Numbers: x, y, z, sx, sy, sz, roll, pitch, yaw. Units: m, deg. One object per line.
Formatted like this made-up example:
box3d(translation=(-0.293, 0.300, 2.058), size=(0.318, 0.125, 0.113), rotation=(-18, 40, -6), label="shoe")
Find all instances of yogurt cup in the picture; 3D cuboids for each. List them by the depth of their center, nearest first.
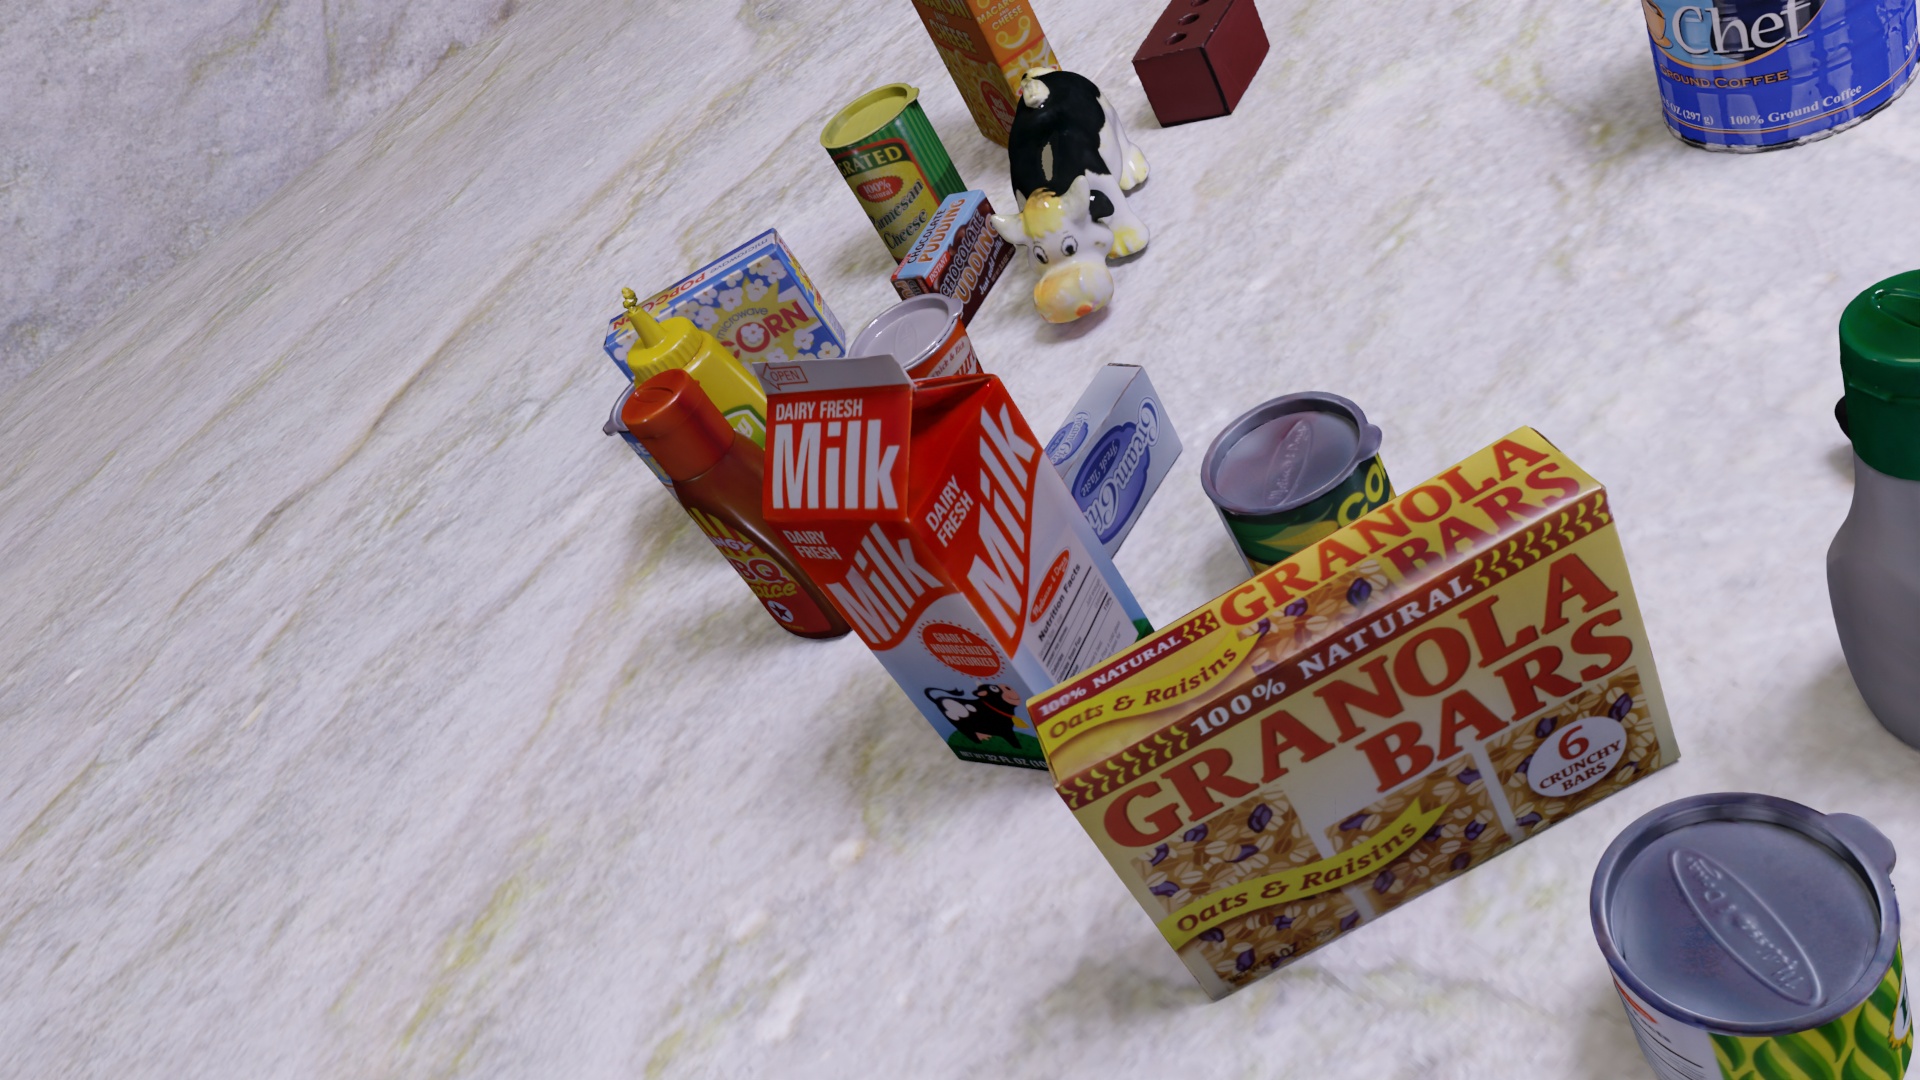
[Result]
box3d(translation=(-0.021, -0.094, 0.765), size=(0.072, 0.053, 0.073), rotation=(-21, 37, 18), label="yogurt cup")

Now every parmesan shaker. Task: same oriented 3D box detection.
box3d(translation=(-0.033, -0.231, 0.892), size=(0.071, 0.102, 0.072), rotation=(-22, 37, 18), label="parmesan shaker")

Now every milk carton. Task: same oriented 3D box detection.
box3d(translation=(-0.004, 0.003, 0.522), size=(0.072, 0.190, 0.074), rotation=(1, 48, 39), label="milk carton")

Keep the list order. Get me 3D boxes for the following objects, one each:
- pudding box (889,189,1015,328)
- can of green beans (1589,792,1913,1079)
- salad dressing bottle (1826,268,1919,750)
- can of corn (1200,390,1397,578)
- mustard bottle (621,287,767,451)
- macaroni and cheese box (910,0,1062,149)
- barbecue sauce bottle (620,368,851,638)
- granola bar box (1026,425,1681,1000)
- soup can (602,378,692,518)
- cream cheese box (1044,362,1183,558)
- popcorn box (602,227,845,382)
box3d(translation=(-0.004, -0.167, 0.840), size=(0.030, 0.049, 0.084), rotation=(0, 48, 39), label="pudding box")
box3d(translation=(0.201, 0.107, 0.352), size=(0.071, 0.057, 0.071), rotation=(-21, 37, 18), label="can of green beans")
box3d(translation=(0.256, -0.003, 0.360), size=(0.044, 0.147, 0.064), rotation=(-36, 35, -1), label="salad dressing bottle")
box3d(translation=(0.138, -0.015, 0.544), size=(0.071, 0.058, 0.071), rotation=(-21, 37, 18), label="can of corn")
box3d(translation=(-0.132, -0.067, 0.729), size=(0.065, 0.159, 0.049), rotation=(-37, 35, -3), label="mustard bottle")
box3d(translation=(0.016, -0.333, 0.916), size=(0.040, 0.166, 0.124), rotation=(-37, 35, -3), label="macaroni and cheese box")
box3d(translation=(-0.101, -0.016, 0.656), size=(0.065, 0.148, 0.044), rotation=(8, 53, 44), label="barbecue sauce bottle")
box3d(translation=(0.120, 0.057, 0.418), size=(0.165, 0.123, 0.039), rotation=(-30, 36, 6), label="granola bar box")
box3d(translation=(-0.151, -0.055, 0.797), size=(0.071, 0.083, 0.072), rotation=(-21, 37, 18), label="soup can")
box3d(translation=(0.059, -0.026, 0.622), size=(0.024, 0.053, 0.104), rotation=(8, 53, 44), label="cream cheese box")
box3d(translation=(-0.147, -0.129, 0.878), size=(0.126, 0.085, 0.038), rotation=(-27, 36, 10), label="popcorn box")
